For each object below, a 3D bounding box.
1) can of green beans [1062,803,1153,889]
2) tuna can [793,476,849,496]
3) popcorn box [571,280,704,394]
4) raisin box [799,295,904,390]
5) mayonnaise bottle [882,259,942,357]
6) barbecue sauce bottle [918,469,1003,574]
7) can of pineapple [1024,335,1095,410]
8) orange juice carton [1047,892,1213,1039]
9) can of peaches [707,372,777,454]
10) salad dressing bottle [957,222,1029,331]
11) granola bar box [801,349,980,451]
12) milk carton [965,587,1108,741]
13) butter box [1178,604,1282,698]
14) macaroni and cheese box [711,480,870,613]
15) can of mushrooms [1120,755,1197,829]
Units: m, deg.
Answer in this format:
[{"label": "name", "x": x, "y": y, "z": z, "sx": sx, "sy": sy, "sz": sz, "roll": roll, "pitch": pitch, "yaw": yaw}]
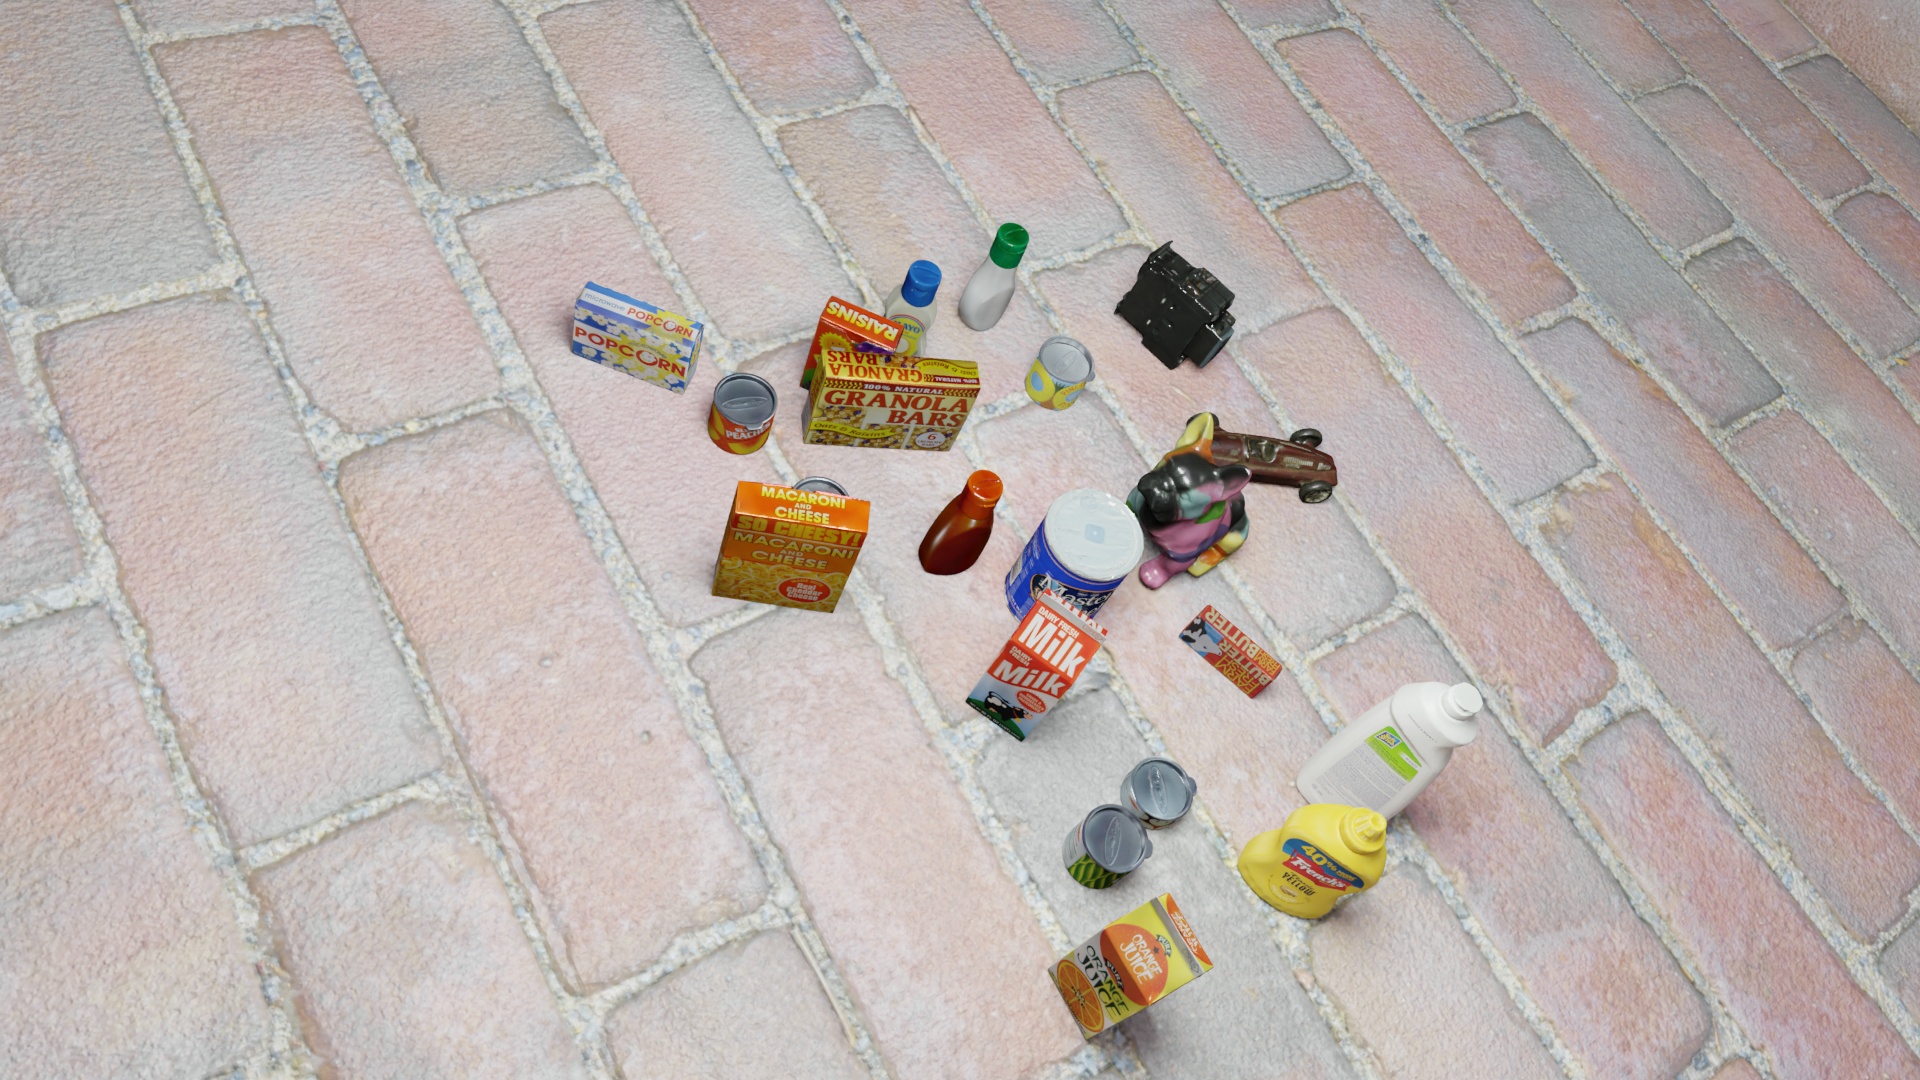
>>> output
[{"label": "can of green beans", "x": 0.136, "y": 0.290, "z": 1.313, "sx": 0.071, "sy": 0.057, "sz": 0.071, "roll": 8, "pitch": 58, "yaw": -14}, {"label": "tuna can", "x": -0.149, "y": -0.029, "z": 1.424, "sx": 0.071, "sy": 0.032, "sz": 0.071, "roll": 8, "pitch": 58, "yaw": -14}, {"label": "popcorn box", "x": -0.335, "y": -0.209, "z": 1.438, "sx": 0.127, "sy": 0.084, "sz": 0.038, "roll": 20, "pitch": 56, "yaw": -6}, {"label": "raisin box", "x": -0.117, "y": -0.195, "z": 1.479, "sx": 0.086, "sy": 0.122, "sz": 0.040, "roll": 24, "pitch": 56, "yaw": -4}, {"label": "mayonnaise bottle", "x": -0.057, "y": -0.245, "z": 1.513, "sx": 0.065, "sy": 0.147, "sz": 0.041, "roll": 17, "pitch": 57, "yaw": -8}, {"label": "barbecue sauce bottle", "x": 0.005, "y": -0.018, "z": 1.398, "sx": 0.065, "sy": 0.147, "sz": 0.044, "roll": -9, "pitch": 64, "yaw": -23}, {"label": "can of pineapple", "x": 0.114, "y": -0.190, "z": 1.591, "sx": 0.071, "sy": 0.057, "sz": 0.071, "roll": 8, "pitch": 58, "yaw": -14}, {"label": "orange juice carton", "x": 0.150, "y": 0.362, "z": 1.193, "sx": 0.073, "sy": 0.191, "sz": 0.072, "roll": -20, "pitch": 69, "yaw": -27}, {"label": "can of peaches", "x": -0.226, "y": -0.129, "z": 1.442, "sx": 0.071, "sy": 0.057, "sz": 0.071, "roll": 8, "pitch": 58, "yaw": -14}, {"label": "salad dressing bottle", "x": 0.040, "y": -0.299, "z": 1.578, "sx": 0.064, "sy": 0.147, "sz": 0.044, "roll": -26, "pitch": 72, "yaw": -29}, {"label": "granola bar box", "x": -0.075, "y": -0.144, "z": 1.462, "sx": 0.166, "sy": 0.123, "sz": 0.039, "roll": 2, "pitch": 60, "yaw": -17}, {"label": "milk carton", "x": 0.077, "y": 0.112, "z": 1.319, "sx": 0.072, "sy": 0.189, "sz": 0.074, "roll": 35, "pitch": 56, "yaw": 4}, {"label": "butter box", "x": 0.285, "y": 0.117, "z": 1.467, "sx": 0.103, "sy": 0.053, "sz": 0.024, "roll": 41, "pitch": 57, "yaw": 8}, {"label": "macaroni and cheese box", "x": -0.163, "y": 0.008, "z": 1.316, "sx": 0.124, "sy": 0.165, "sz": 0.040, "roll": 9, "pitch": 58, "yaw": -13}, {"label": "can of mushrooms", "x": 0.195, "y": 0.249, "z": 1.371, "sx": 0.071, "sy": 0.033, "sz": 0.071, "roll": 8, "pitch": 58, "yaw": -14}]
